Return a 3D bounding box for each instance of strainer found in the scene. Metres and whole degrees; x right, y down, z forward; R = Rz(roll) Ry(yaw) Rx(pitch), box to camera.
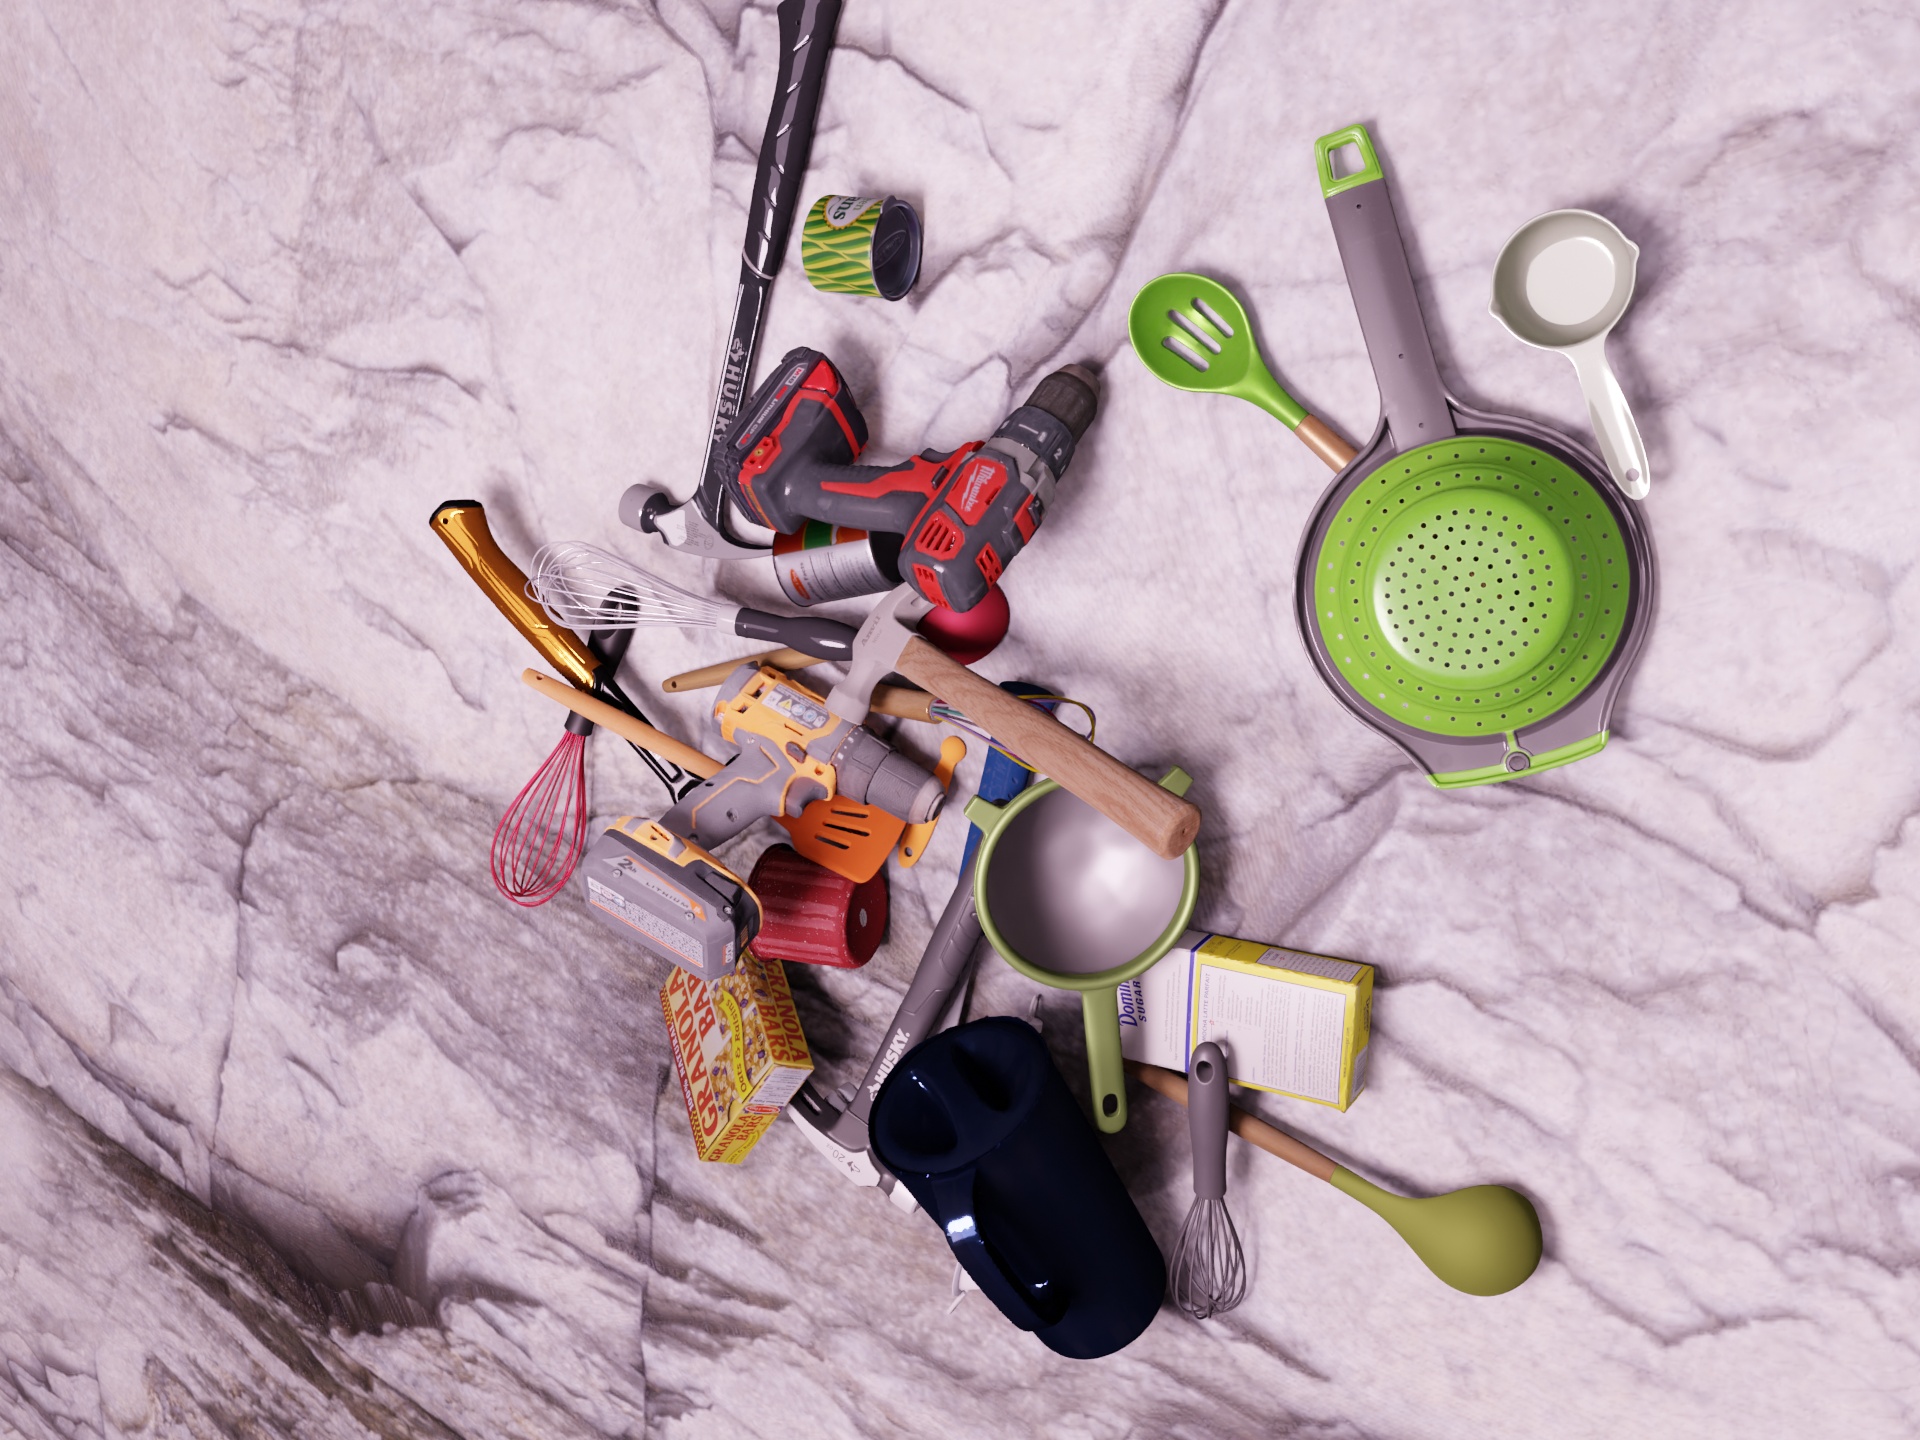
[{"bbox_3d":[0.085,0.149,1.071,0.151,0.069,0.256,-8,104,-7],"label":"strainer"},{"bbox_3d":[0.034,0.329,1.185,0.050,0.087,0.258,12,97,21],"label":"strainer"}]

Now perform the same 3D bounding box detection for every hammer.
[{"bbox_3d":[0.032,-0.003,1.010,0.332,0.031,0.130,34,98,46],"label":"hammer"},{"bbox_3d":[-0.307,-0.037,1.260,0.127,0.034,0.337,-41,88,11],"label":"hammer"},{"bbox_3d":[-0.146,-0.309,1.147,0.149,0.036,0.408,24,112,21],"label":"hammer"},{"bbox_3d":[-0.002,0.162,1.181,0.144,0.035,0.405,22,111,23],"label":"hammer"},{"bbox_3d":[-0.030,0.199,1.164,0.146,0.035,0.334,32,115,17],"label":"hammer"}]

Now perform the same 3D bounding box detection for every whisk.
[{"bbox_3d":[-0.003,-0.002,1.104,0.245,0.051,0.047,11,106,45],"label":"whisk"},{"bbox_3d":[0.169,0.321,1.097,0.055,0.055,0.238,9,117,27],"label":"whisk"},{"bbox_3d":[-0.321,0.025,1.314,0.073,0.073,0.295,29,107,20],"label":"whisk"},{"bbox_3d":[-0.198,-0.080,1.183,0.285,0.070,0.070,13,108,17],"label":"whisk"}]

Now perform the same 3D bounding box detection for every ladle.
[{"bbox_3d":[-0.105,-0.053,1.193,0.315,0.031,0.069,-11,95,32],"label":"ladle"},{"bbox_3d":[0.236,0.291,1.085,0.320,0.062,0.078,24,114,29],"label":"ladle"}]

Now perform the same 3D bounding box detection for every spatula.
[{"bbox_3d":[-0.194,0.030,1.207,0.322,0.081,0.041,26,148,7],"label":"spatula"}]

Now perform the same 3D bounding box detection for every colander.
[{"bbox_3d":[0.267,-0.154,0.906,0.204,0.094,0.397,-16,90,18],"label":"colander"}]

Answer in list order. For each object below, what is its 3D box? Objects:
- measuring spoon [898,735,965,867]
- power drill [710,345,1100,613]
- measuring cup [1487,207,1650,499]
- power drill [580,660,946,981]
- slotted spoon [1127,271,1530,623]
[{"bbox_3d":[-0.024,0.063,1.182,0.021,0.011,0.117,32,115,19],"label":"measuring spoon"},{"bbox_3d":[-0.032,-0.180,1.062,0.227,0.080,0.188,23,68,31],"label":"power drill"},{"bbox_3d":[0.356,-0.205,0.896,0.083,0.038,0.167,-19,94,31],"label":"measuring cup"},{"bbox_3d":[-0.134,0.074,1.126,0.185,0.226,0.084,28,144,13],"label":"power drill"},{"bbox_3d":[0.229,-0.165,0.981,0.314,0.031,0.070,44,116,11],"label":"slotted spoon"}]
